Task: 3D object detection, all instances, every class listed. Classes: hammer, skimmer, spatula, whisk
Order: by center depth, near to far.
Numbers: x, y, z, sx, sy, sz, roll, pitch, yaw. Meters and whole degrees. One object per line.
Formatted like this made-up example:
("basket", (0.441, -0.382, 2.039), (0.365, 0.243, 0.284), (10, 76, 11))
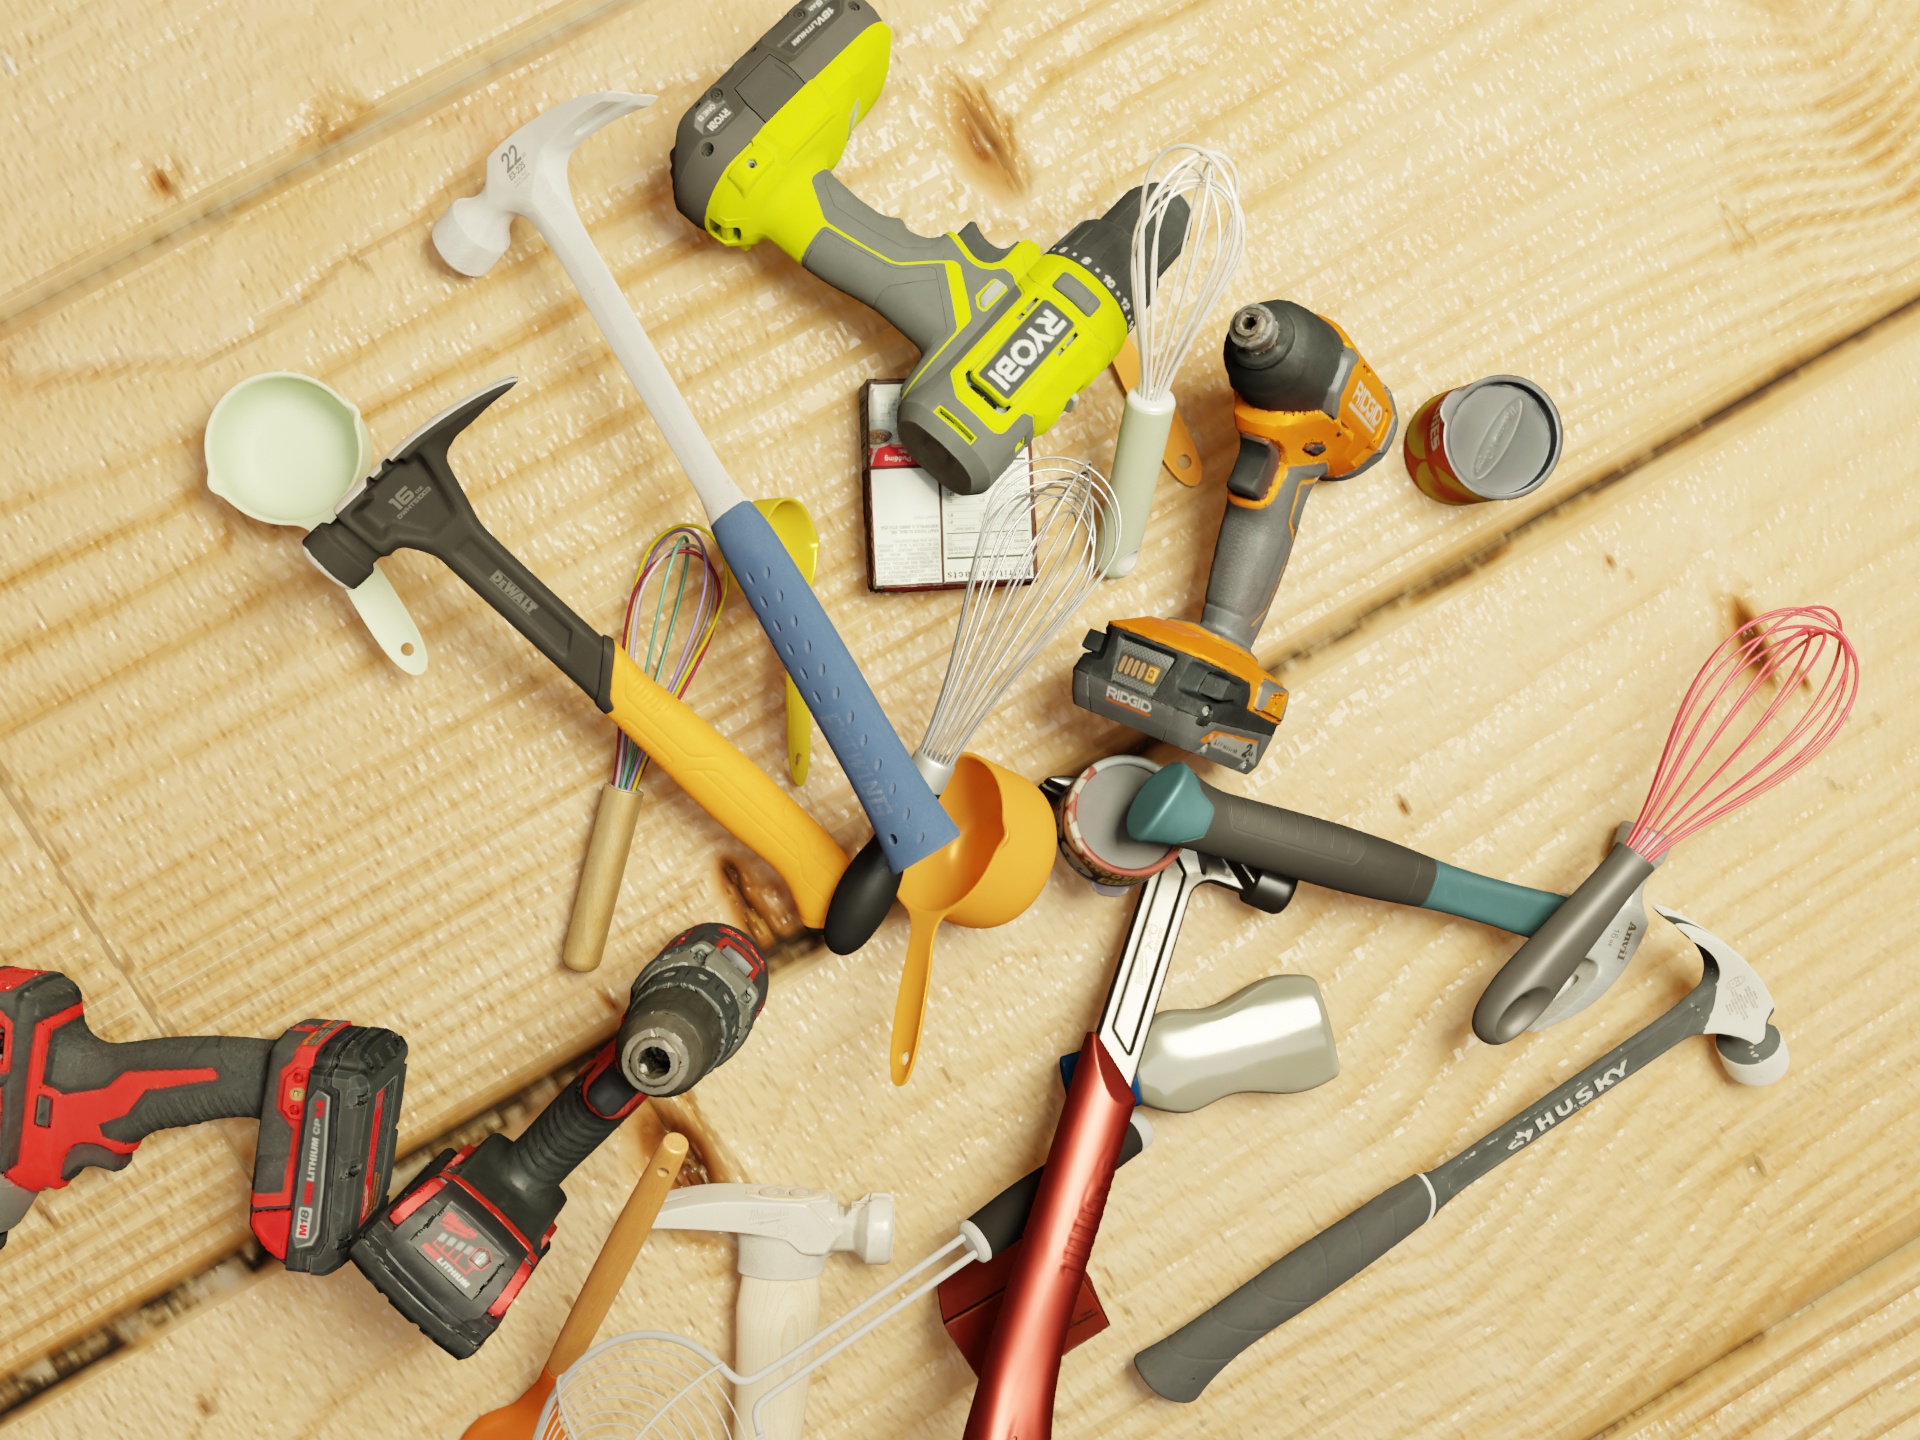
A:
("hammer", (-0.114, -0.112, 0.771), (0.144, 0.035, 0.405), (-32, 87, 34))
("whisk", (0.095, -0.166, 0.786), (0.058, 0.246, 0.059), (-29, 56, -31))
("hammer", (-0.154, -0.013, 0.796), (0.127, 0.034, 0.336), (-44, 113, -1))
("whisk", (-0.001, -0.003, 0.801), (0.070, 0.070, 0.284), (26, 103, -7))
("spatula", (-0.199, 0.323, 0.810), (0.081, 0.041, 0.322), (24, 120, -7))
("hammer", (0.058, 0.210, 0.819), (0.149, 0.036, 0.359), (21, 72, -3))
("skimmer", (-0.048, 0.310, 0.821), (0.363, 0.090, 0.127), (-25, 66, -31))
("whisk", (-0.169, 0.016, 0.837), (0.047, 0.051, 0.245), (14, 95, -13))
("hammer", (0.236, 0.082, 0.849), (0.330, 0.033, 0.128), (16, 95, -22))
("whisk", (0.374, 0.058, 0.849), (0.073, 0.073, 0.296), (40, 91, -7))
("hammer", (-0.122, 0.458, 0.872), (0.146, 0.038, 0.410), (4, 93, -5))
("hammer", (0.272, 0.253, 0.885), (0.409, 0.036, 0.149), (-34, 122, 1))

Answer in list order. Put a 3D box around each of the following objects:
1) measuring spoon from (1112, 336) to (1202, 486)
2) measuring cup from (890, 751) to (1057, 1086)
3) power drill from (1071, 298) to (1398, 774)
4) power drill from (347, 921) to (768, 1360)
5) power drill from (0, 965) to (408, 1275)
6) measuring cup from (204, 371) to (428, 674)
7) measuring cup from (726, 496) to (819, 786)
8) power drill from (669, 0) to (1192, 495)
("measuring spoon", (0.100, -0.179, 0.871), (0.021, 0.011, 0.117), (-32, 100, -3))
("measuring cup", (0.001, 0.106, 0.826), (0.052, 0.095, 0.174), (21, 74, -39))
("power drill", (0.140, -0.096, 0.805), (0.084, 0.164, 0.226), (24, 92, 30))
("power drill", (-0.187, 0.198, 0.776), (0.080, 0.188, 0.226), (44, 92, -2))
("power drill", (-0.407, 0.210, 0.807), (0.219, 0.078, 0.143), (9, 93, -4))
("measuring cup", (-0.317, -0.098, 0.816), (0.083, 0.038, 0.167), (-29, 98, -4))
("measuring cup", (-0.099, -0.041, 0.844), (0.029, 0.062, 0.156), (6, 107, 24))
("power drill", (-0.012, -0.251, 0.801), (0.228, 0.080, 0.190), (41, 78, 0))
